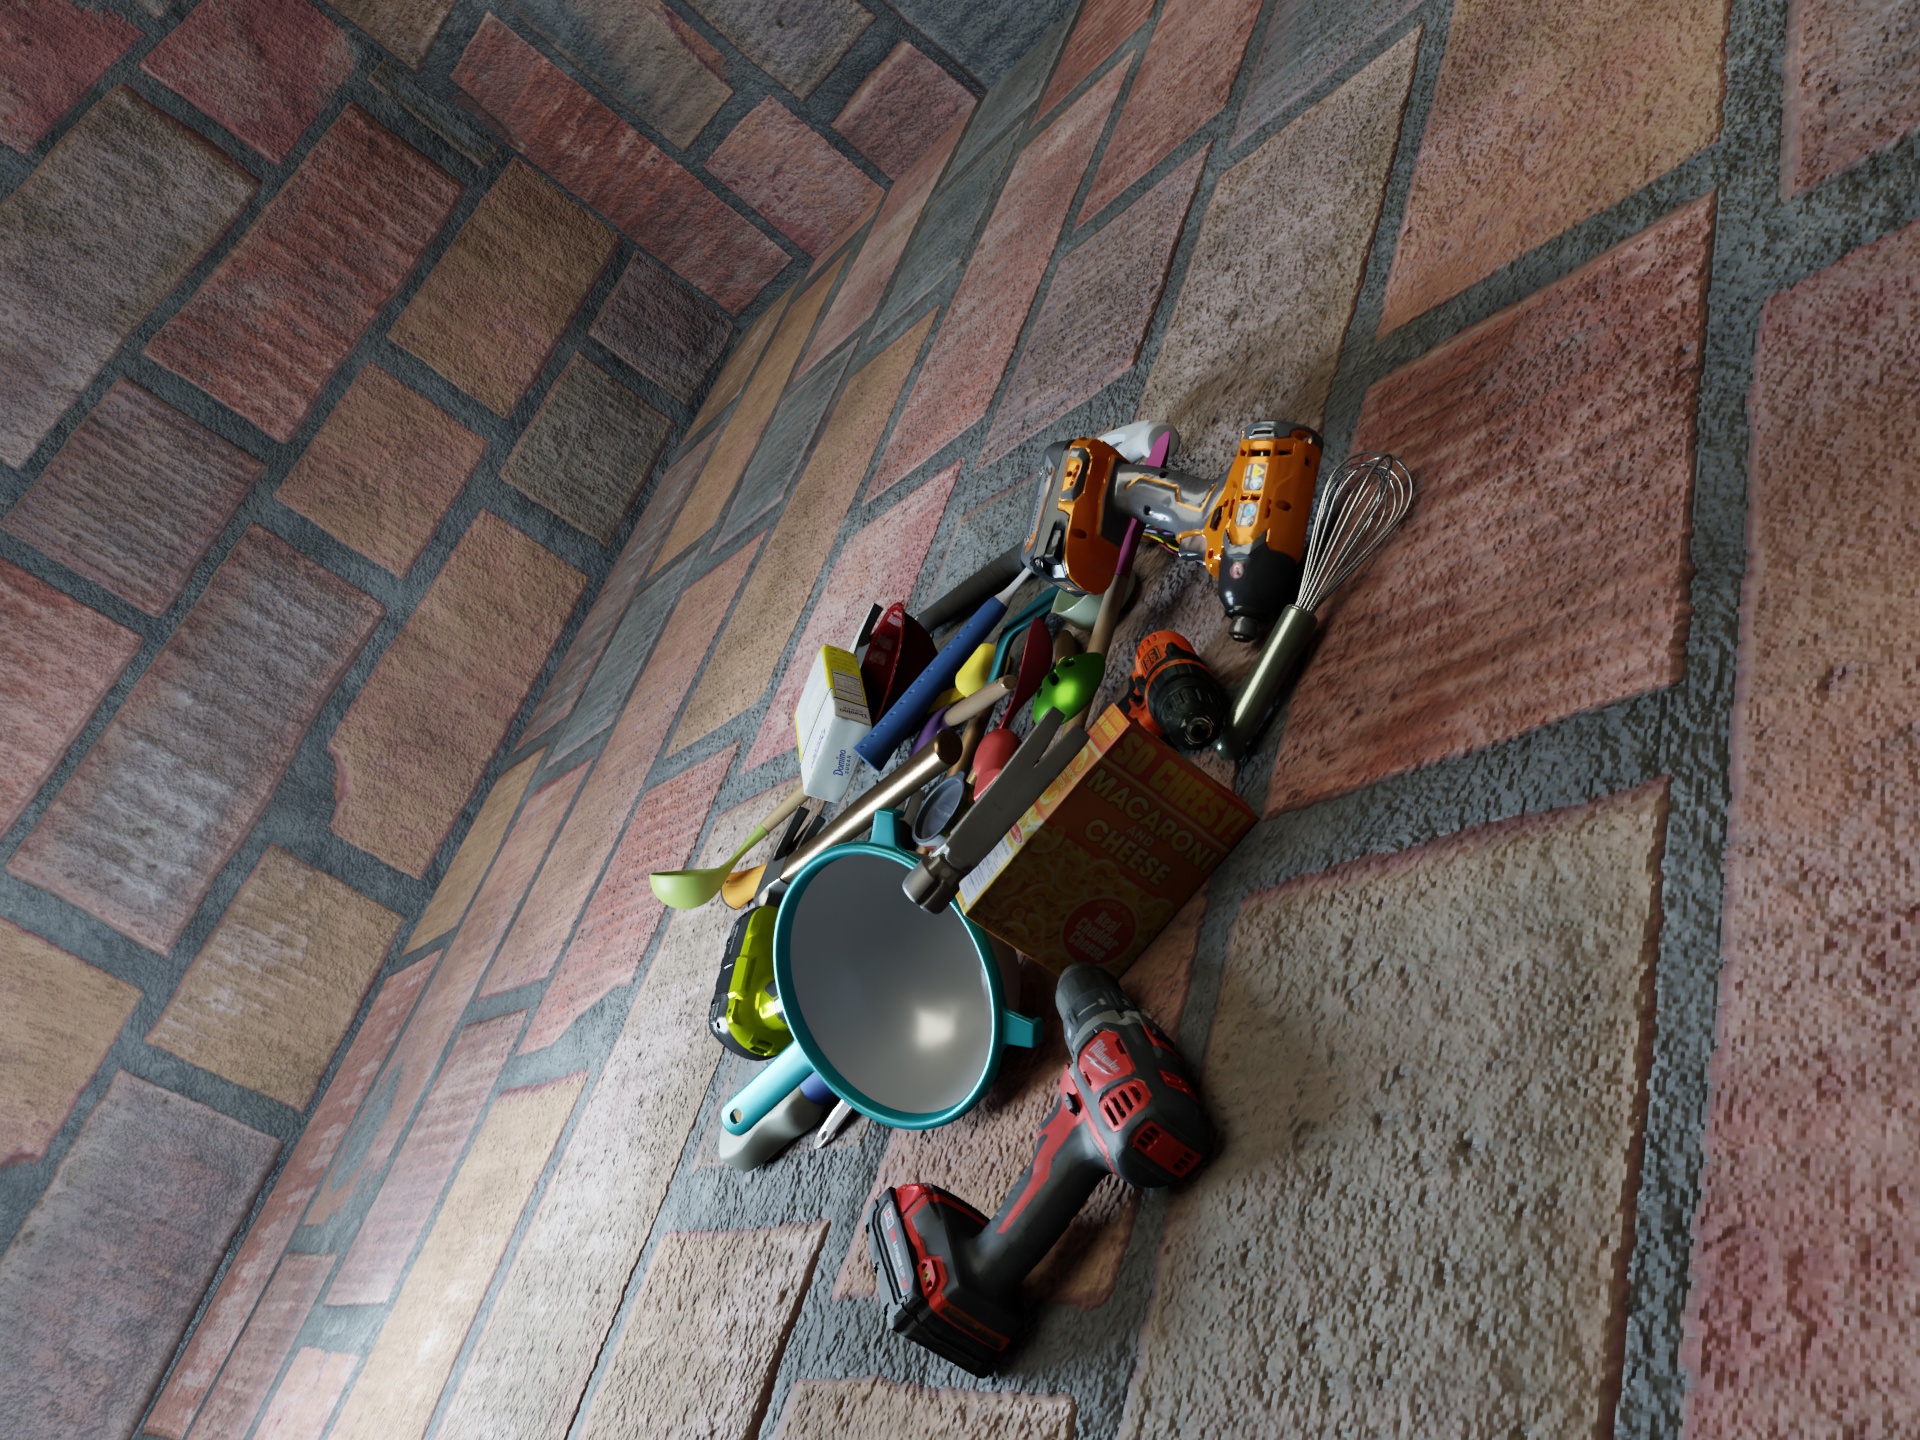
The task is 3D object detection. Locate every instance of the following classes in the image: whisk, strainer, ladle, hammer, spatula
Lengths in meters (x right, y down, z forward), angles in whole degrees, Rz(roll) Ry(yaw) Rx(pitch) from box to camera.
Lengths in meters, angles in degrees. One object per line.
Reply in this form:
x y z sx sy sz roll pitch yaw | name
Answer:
0.243 -0.081 1.109 0.246 0.059 0.057 -61 -14 -4 | whisk
-0.066 0.218 1.195 0.095 0.211 0.340 -17 -23 -50 | strainer
0.012 0.054 1.381 0.315 0.031 0.069 -64 -13 -9 | ladle
-0.152 0.142 1.589 0.337 0.034 0.127 -20 41 54 | hammer
-0.020 -0.118 1.688 0.335 0.035 0.146 -30 33 45 | hammer
0.166 -0.163 1.373 0.047 0.051 0.245 -63 20 -4 | whisk
-0.002 -0.005 1.436 0.060 0.018 0.316 -62 9 -16 | spatula
0.029 -0.001 1.446 0.082 0.044 0.318 -7 57 60 | spatula
0.031 0.036 1.140 0.149 0.036 0.359 -50 2 8 | hammer
-0.193 0.085 1.664 0.320 0.062 0.078 -42 -3 2 | ladle
-0.099 0.091 1.441 0.331 0.031 0.130 -39 28 45 | hammer
0.044 -0.118 1.470 0.405 0.035 0.144 -49 15 2 | hammer

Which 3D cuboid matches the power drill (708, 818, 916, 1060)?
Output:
-0.118 0.195 1.369 0.228 0.080 0.191 -28 43 47 | power drill

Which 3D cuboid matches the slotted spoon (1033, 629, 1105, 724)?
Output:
0.084 -0.046 1.278 0.070 0.031 0.314 -44 5 10 | slotted spoon

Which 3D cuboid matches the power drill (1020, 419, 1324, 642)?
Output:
0.161 -0.144 1.227 0.226 0.084 0.164 5 79 40 | power drill

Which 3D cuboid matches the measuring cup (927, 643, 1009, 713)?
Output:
-0.008 -0.035 1.554 0.156 0.029 0.062 -24 38 52 | measuring cup

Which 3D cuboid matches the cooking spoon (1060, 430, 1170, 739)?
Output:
0.125 -0.095 1.319 0.069 0.017 0.319 149 141 -73 | cooking spoon

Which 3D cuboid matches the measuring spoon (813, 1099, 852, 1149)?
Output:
-0.078 0.300 1.257 0.124 0.018 0.034 -53 23 23 | measuring spoon

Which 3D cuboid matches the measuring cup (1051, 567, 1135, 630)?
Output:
0.120 -0.132 1.433 0.083 0.038 0.168 -46 16 19 | measuring cup

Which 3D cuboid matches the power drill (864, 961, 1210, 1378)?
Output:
0.044 0.264 0.981 0.226 0.080 0.188 -48 23 9 | power drill
